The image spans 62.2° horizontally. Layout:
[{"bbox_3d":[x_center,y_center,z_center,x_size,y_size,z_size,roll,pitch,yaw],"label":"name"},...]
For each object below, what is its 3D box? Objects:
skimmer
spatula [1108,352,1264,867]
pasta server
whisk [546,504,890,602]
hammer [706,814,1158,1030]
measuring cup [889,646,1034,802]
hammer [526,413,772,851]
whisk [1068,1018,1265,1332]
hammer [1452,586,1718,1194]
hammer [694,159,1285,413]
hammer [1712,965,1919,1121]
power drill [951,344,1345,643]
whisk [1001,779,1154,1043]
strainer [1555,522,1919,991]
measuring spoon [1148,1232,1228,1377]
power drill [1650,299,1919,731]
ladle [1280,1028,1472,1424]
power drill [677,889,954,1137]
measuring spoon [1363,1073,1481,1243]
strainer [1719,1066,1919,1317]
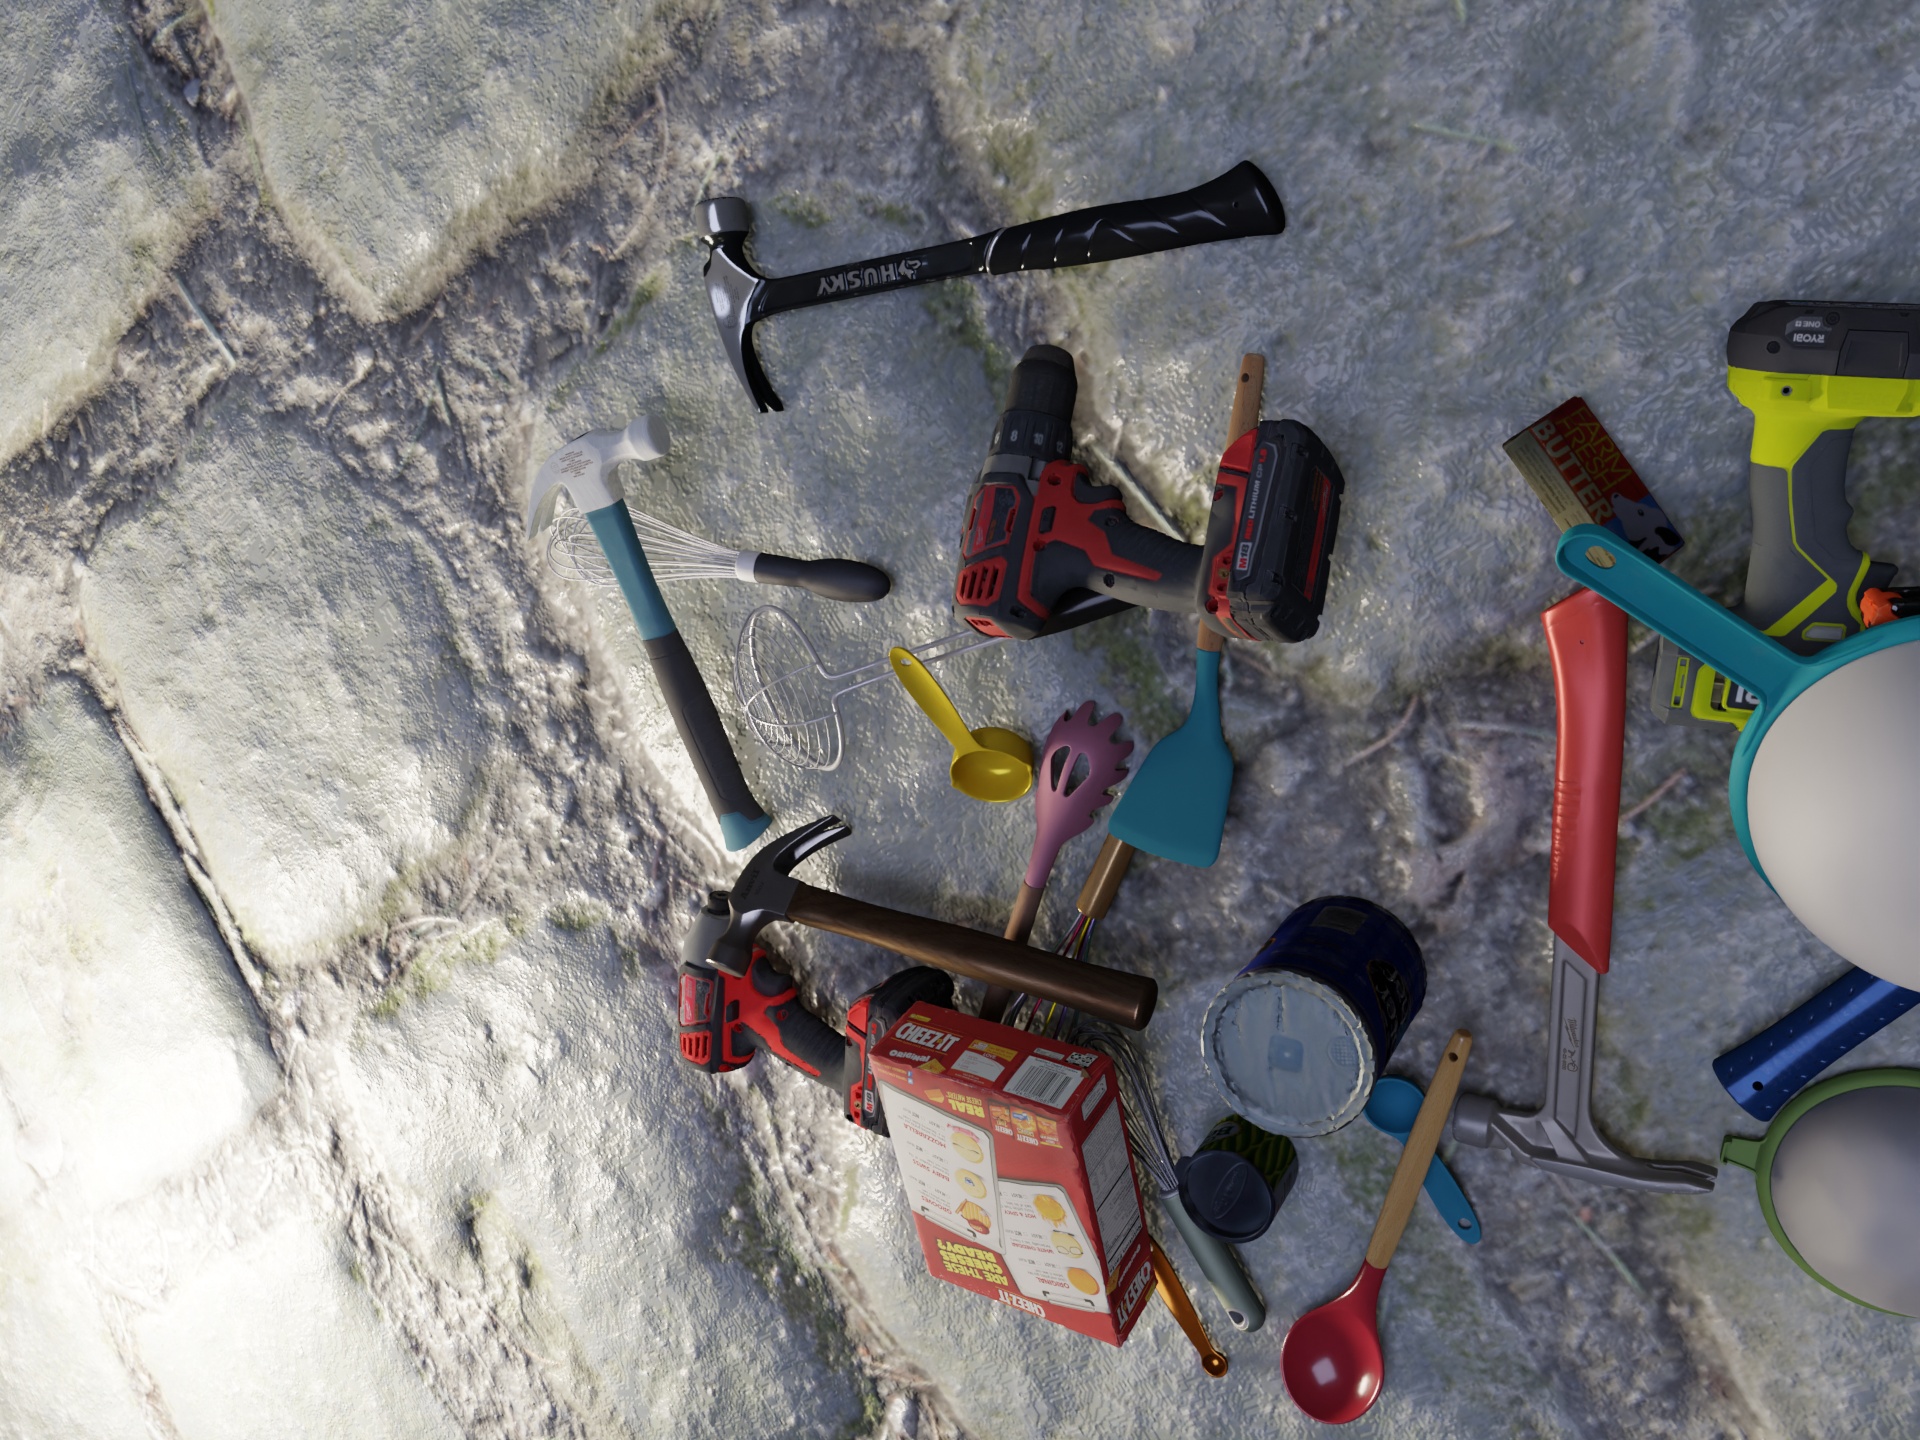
[{"bbox_3d":[-0.005,-0.056,1.079,0.363,0.090,0.127,-17,100,24],"label":"skimmer"},{"bbox_3d":[0.156,-0.068,0.997,0.082,0.044,0.317,18,109,37],"label":"spatula"},{"bbox_3d":[0.048,0.133,1.116,0.060,0.040,0.316,26,117,20],"label":"pasta server"},{"bbox_3d":[-0.180,-0.118,1.161,0.285,0.070,0.070,10,107,20],"label":"whisk"},{"bbox_3d":[-0.019,0.151,1.101,0.331,0.031,0.130,12,68,28],"label":"hammer"},{"bbox_3d":[-0.002,-0.003,1.060,0.062,0.029,0.156,-16,131,27],"label":"measuring cup"},{"bbox_3d":[-0.212,-0.051,1.156,0.128,0.033,0.330,-11,112,24],"label":"hammer"},{"bbox_3d":[0.144,0.315,1.098,0.058,0.059,0.246,-27,94,50],"label":"whisk"},{"bbox_3d":[0.371,0.099,0.925,0.149,0.036,0.359,6,105,29],"label":"hammer"},{"bbox_3d":[0.007,-0.294,1.026,0.409,0.036,0.149,-2,102,28],"label":"hammer"},{"bbox_3d":[0.559,0.073,0.821,0.144,0.035,0.405,46,119,11],"label":"hammer"},{"bbox_3d":[0.107,-0.137,0.952,0.227,0.080,0.188,6,79,31],"label":"power drill"},{"bbox_3d":[0.082,0.151,1.091,0.051,0.047,0.245,30,111,20],"label":"whisk"},{"bbox_3d":[0.423,0.024,0.748,0.340,0.095,0.211,34,132,2],"label":"strainer"},{"bbox_3d":[0.157,0.414,1.135,0.021,0.011,0.117,-35,81,31],"label":"measuring spoon"},{"bbox_3d":[0.460,-0.096,0.811,0.171,0.080,0.223,8,109,20],"label":"power drill"},{"bbox_3d":[0.274,0.329,1.025,0.069,0.031,0.315,25,117,26],"label":"ladle"},{"bbox_3d":[-0.119,0.216,1.198,0.220,0.078,0.143,13,108,28],"label":"power drill"},{"bbox_3d":[0.302,0.279,1.024,0.042,0.021,0.128,-27,98,30],"label":"measuring spoon"},{"bbox_3d":[0.547,0.317,0.867,0.151,0.069,0.256,-35,83,30],"label":"strainer"}]
